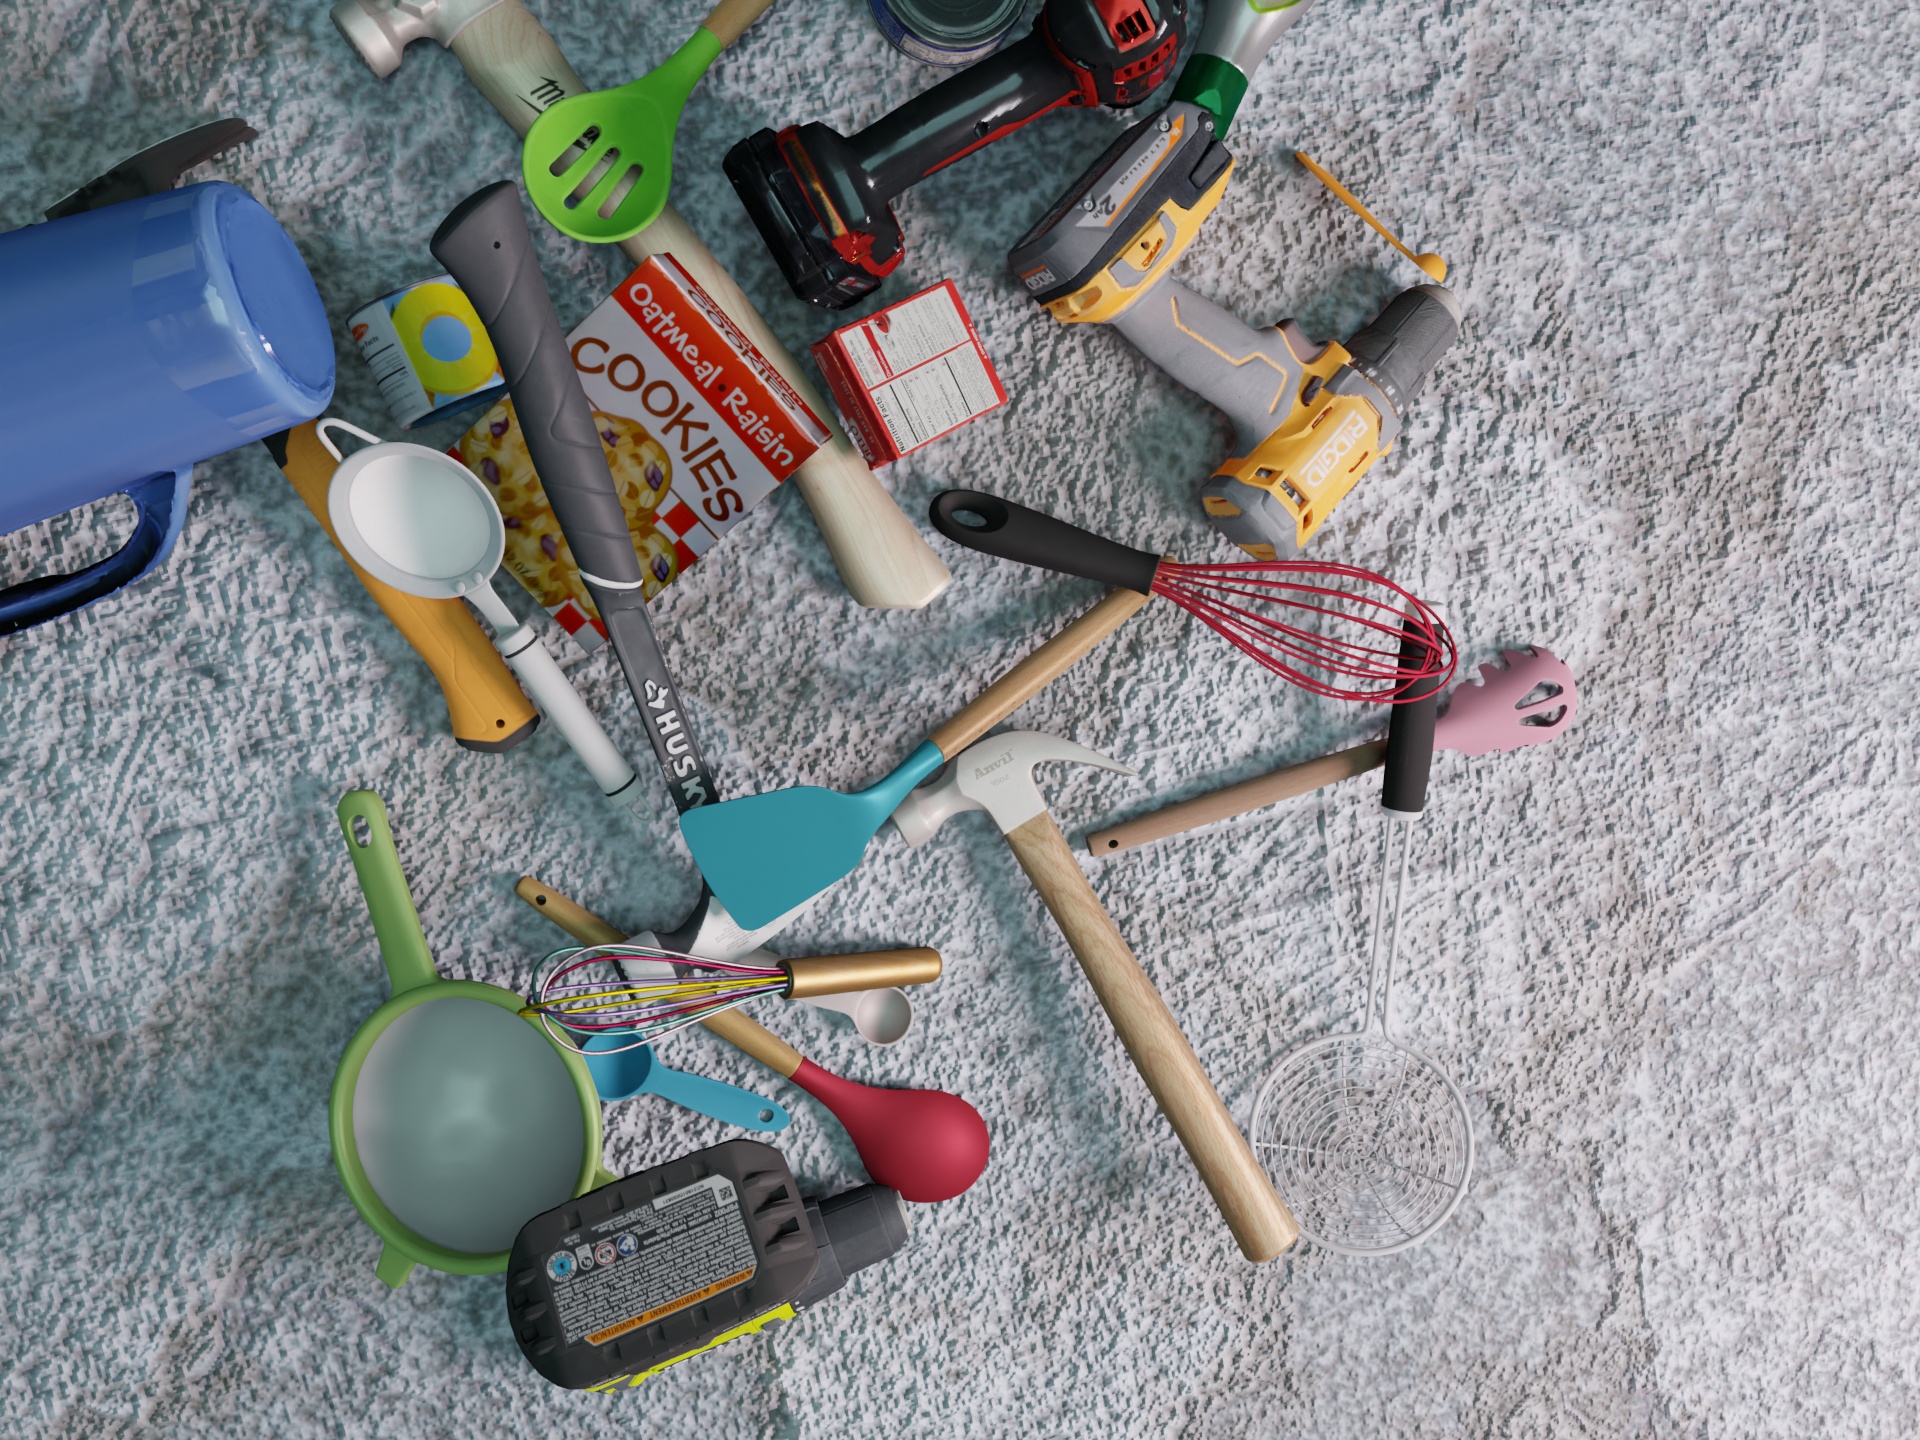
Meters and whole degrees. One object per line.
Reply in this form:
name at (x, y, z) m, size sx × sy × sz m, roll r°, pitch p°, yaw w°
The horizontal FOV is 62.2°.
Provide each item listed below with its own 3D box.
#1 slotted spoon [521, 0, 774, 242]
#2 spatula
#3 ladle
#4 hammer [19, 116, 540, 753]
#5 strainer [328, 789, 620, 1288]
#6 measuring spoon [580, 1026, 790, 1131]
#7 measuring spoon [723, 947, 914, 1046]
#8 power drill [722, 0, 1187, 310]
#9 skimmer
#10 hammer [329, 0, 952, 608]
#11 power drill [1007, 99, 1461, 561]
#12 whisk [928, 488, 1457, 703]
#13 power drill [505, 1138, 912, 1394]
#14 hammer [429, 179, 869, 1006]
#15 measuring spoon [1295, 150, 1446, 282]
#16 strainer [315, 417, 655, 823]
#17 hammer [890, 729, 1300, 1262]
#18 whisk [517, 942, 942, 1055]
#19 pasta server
slotted spoon at (-0.108, -0.357, 0.797) m, size 0.070 × 0.031 × 0.314 m, roll 42°, pitch 76°, yaw -17°
spatula at (-0.001, -0.003, 0.858) m, size 0.317 × 0.044 × 0.082 m, roll -37°, pitch 121°, yaw -21°
ladle at (-0.112, 0.177, 0.885) m, size 0.315 × 0.031 × 0.069 m, roll 36°, pitch 90°, yaw -11°
hammer at (-0.317, -0.130, 0.804) m, size 0.127 × 0.034 × 0.336 m, roll -34°, pitch 102°, yaw -5°
strainer at (-0.265, 0.156, 0.838) m, size 0.151 × 0.069 × 0.256 m, roll -21°, pitch 85°, yaw 12°
measuring spoon at (-0.154, 0.202, 0.887) m, size 0.128 × 0.021 × 0.042 m, roll 26°, pitch 90°, yaw -22°
measuring spoon at (-0.086, 0.150, 0.895) m, size 0.124 × 0.018 × 0.034 m, roll 22°, pitch 77°, yaw -6°
power drill at (0.009, -0.298, 0.797) m, size 0.226 × 0.188 × 0.080 m, roll -28°, pitch 98°, yaw 12°
skimmer at (0.239, 0.117, 0.896) m, size 0.127 × 0.090 × 0.363 m, roll 8°, pitch 104°, yaw 22°
hammer at (-0.132, -0.232, 0.828) m, size 0.146 × 0.038 × 0.410 m, roll -39°, pitch 103°, yaw -6°
power drill at (0.160, -0.225, 0.866) m, size 0.226 × 0.084 × 0.185 m, roll 45°, pitch 81°, yaw -17°
whisk at (0.124, -0.073, 0.861) m, size 0.296 × 0.073 × 0.073 m, roll 18°, pitch 93°, yaw 5°
power drill at (-0.120, 0.275, 0.802) m, size 0.190 × 0.228 × 0.080 m, roll -21°, pitch 69°, yaw -8°
hammer at (-0.159, -0.054, 0.778) m, size 0.149 × 0.036 × 0.408 m, roll -26°, pitch 119°, yaw -20°
measuring spoon at (0.226, -0.280, 0.874) m, size 0.117 × 0.021 × 0.011 m, roll 51°, pitch 119°, yaw 22°
strainer at (-0.228, -0.047, 0.798) m, size 0.087 × 0.050 × 0.258 m, roll -22°, pitch 114°, yaw 22°
hammer at (0.096, 0.153, 0.891) m, size 0.130 × 0.031 × 0.331 m, roll -31°, pitch 92°, yaw -3°
whisk at (-0.114, 0.137, 0.833) m, size 0.244 × 0.051 × 0.047 m, roll 1°, pitch 133°, yaw -37°
pasta server at (0.223, 0.025, 0.935) m, size 0.316 × 0.040 × 0.060 m, roll -18°, pitch 100°, yaw -5°
